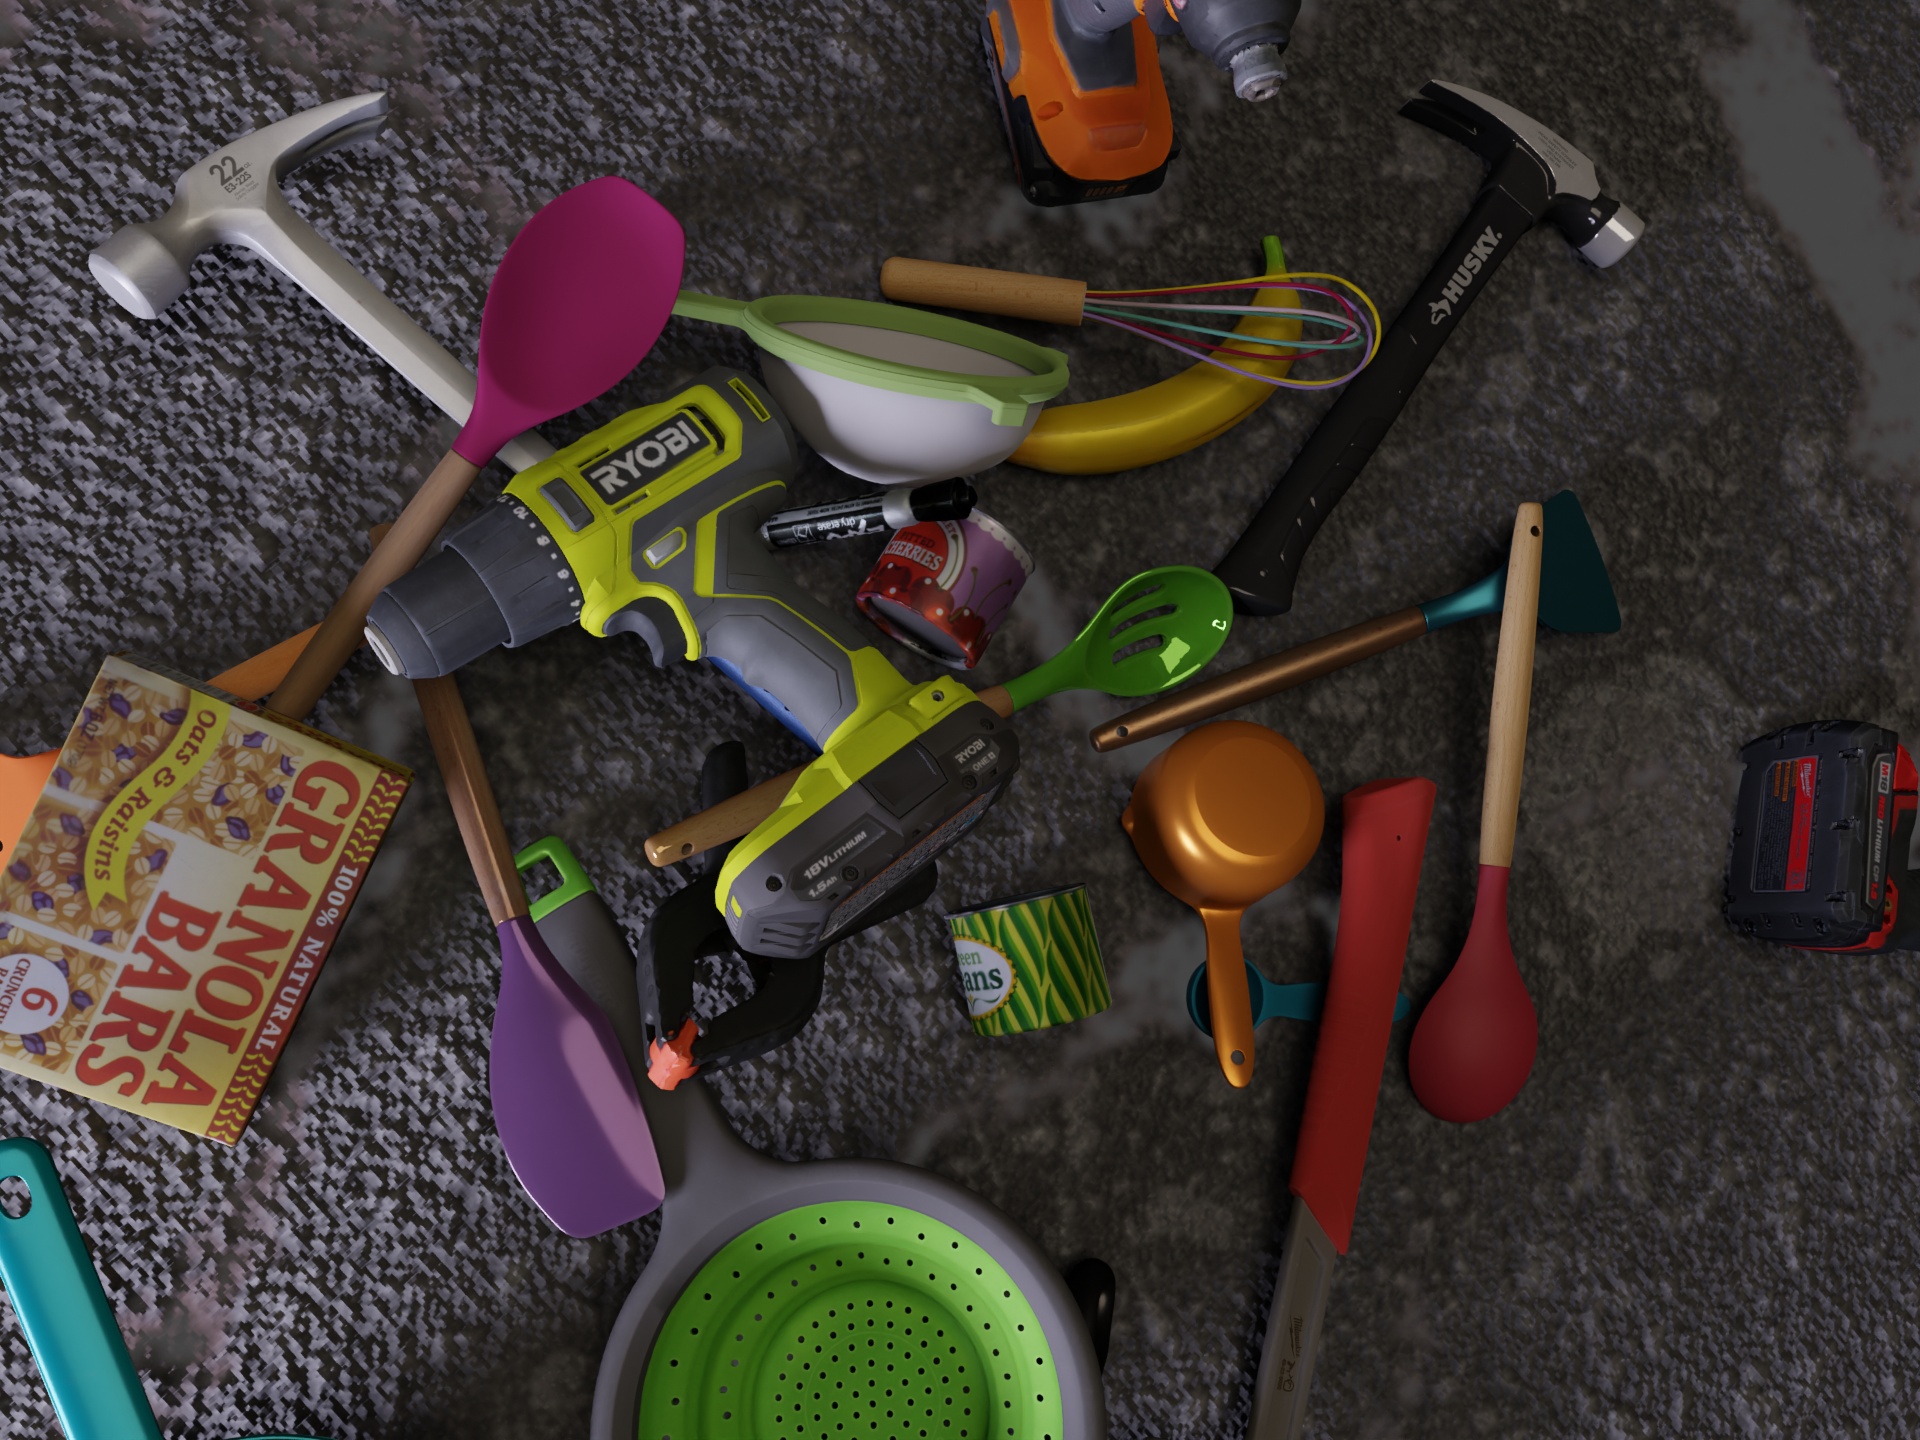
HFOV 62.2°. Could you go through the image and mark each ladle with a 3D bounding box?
[{"bbox_3d":[0.271,0.047,0.798,0.069,0.031,0.315,7,88,-13],"label":"ladle"}]

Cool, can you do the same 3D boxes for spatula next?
[{"bbox_3d":[0.209,-0.040,0.818,0.317,0.044,0.082,-19,89,-12],"label":"spatula"},{"bbox_3d":[-0.317,-0.011,0.690,0.322,0.041,0.081,-31,92,-20],"label":"spatula"},{"bbox_3d":[-0.199,0.061,0.671,0.060,0.018,0.316,-20,80,-2],"label":"spatula"}]

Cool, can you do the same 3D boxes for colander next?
[{"bbox_3d":[-0.086,0.225,0.687,0.204,0.094,0.397,-32,73,-6],"label":"colander"}]

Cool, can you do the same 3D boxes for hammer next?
[{"bbox_3d":[0.186,0.203,0.761,0.149,0.037,0.359,17,80,-19],"label":"hammer"},{"bbox_3d":[-0.173,-0.109,0.716,0.405,0.035,0.144,42,69,-9],"label":"hammer"},{"bbox_3d":[0.226,-0.190,0.839,0.146,0.035,0.335,38,76,-7],"label":"hammer"}]

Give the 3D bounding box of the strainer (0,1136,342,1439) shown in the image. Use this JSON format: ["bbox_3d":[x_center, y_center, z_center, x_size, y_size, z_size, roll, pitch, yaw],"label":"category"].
[{"bbox_3d":[-0.297,0.317,0.613,0.211,0.095,0.340,-23,86,-18],"label":"strainer"}]

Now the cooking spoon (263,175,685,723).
[{"bbox_3d":[-0.223,-0.090,0.670,0.068,0.017,0.319,36,92,-21],"label":"cooking spoon"}]

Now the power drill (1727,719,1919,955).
[{"bbox_3d":[0.541,0.060,0.861,0.226,0.080,0.188,14,79,-14],"label":"power drill"}]

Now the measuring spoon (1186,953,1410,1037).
[{"bbox_3d":[0.166,0.139,0.791,0.128,0.021,0.042,7,82,-22],"label":"measuring spoon"}]

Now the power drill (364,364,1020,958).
[{"bbox_3d":[-0.106,-0.019,0.646,0.190,0.080,0.228,-36,78,-23],"label":"power drill"}]

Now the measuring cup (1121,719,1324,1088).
[{"bbox_3d":[0.132,0.082,0.751,0.095,0.052,0.174,4,68,-14],"label":"measuring cup"}]

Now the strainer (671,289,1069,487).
[{"bbox_3d":[-0.080,-0.157,0.738,0.256,0.151,0.069,13,113,6],"label":"strainer"}]

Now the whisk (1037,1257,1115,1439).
[{"bbox_3d":[0.023,0.372,0.669,0.073,0.073,0.296,25,58,-9],"label":"whisk"}]

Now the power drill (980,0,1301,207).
[{"bbox_3d":[0.083,-0.320,0.722,0.084,0.226,0.164,-13,86,-15],"label":"power drill"}]

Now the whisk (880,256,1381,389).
[{"bbox_3d":[0.082,-0.205,0.778,0.245,0.047,0.051,9,43,4],"label":"whisk"}]

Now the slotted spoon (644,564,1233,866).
[{"bbox_3d":[-0.001,-0.002,0.729,0.314,0.031,0.070,-24,127,-27],"label":"slotted spoon"}]
